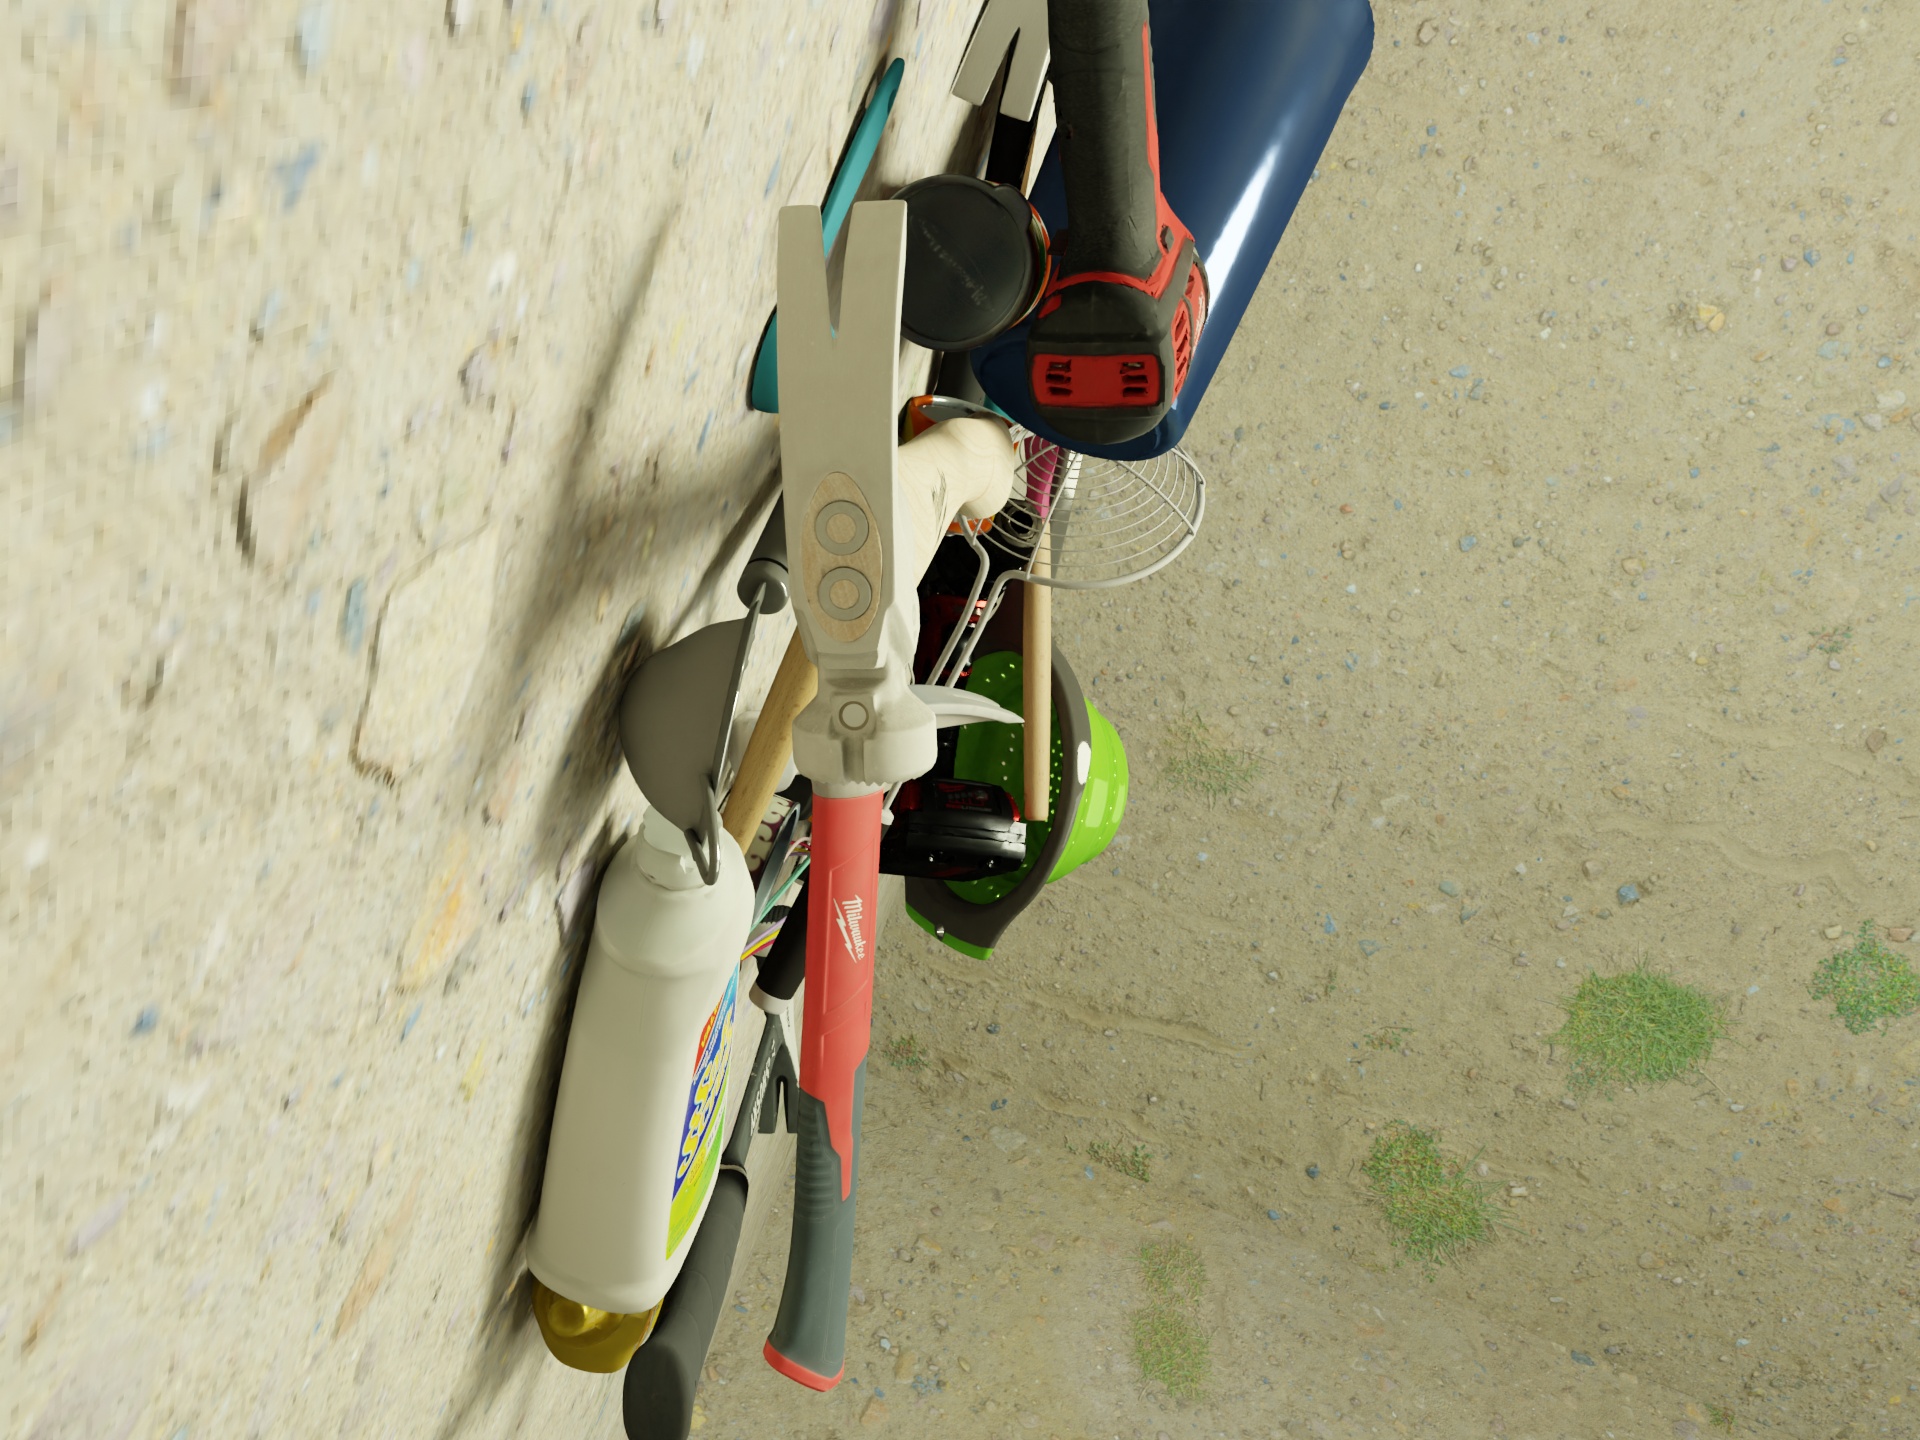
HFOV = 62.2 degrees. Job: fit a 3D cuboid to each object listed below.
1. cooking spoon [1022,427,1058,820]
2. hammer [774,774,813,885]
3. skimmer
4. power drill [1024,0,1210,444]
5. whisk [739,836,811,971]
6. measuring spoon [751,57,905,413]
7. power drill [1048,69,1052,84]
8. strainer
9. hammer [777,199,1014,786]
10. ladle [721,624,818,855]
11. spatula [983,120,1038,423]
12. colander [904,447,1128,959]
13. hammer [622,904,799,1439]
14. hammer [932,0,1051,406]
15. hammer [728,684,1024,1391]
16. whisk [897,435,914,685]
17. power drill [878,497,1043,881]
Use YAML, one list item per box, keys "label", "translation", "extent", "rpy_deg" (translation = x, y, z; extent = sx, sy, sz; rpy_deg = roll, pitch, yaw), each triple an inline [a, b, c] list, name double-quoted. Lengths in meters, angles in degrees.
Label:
- label: "cooking spoon"
  translation: [0.048, -0.097, 0.989]
  extent: [0.069, 0.017, 0.319]
  rpy_deg: [162, -72, -76]
- label: "hammer"
  translation: [-0.089, 0.048, 1.067]
  extent: [0.337, 0.034, 0.127]
  rpy_deg: [96, 16, -81]
- label: "skimmer"
  translation: [-0.001, -0.003, 0.839]
  extent: [0.090, 0.127, 0.363]
  rpy_deg: [13, 108, -60]
- label: "power drill"
  translation: [0.057, -0.225, 0.570]
  extent: [0.143, 0.078, 0.219]
  rpy_deg: [-66, 155, -53]
- label: "whisk"
  translation: [-0.117, 0.122, 0.870]
  extent: [0.051, 0.047, 0.245]
  rpy_deg: [-34, -172, 23]
- label: "measuring spoon"
  translation: [-0.037, -0.161, 0.535]
  extent: [0.042, 0.021, 0.128]
  rpy_deg: [57, 55, -87]
- label: "power drill"
  translation: [0.123, -0.462, 0.931]
  extent: [0.227, 0.084, 0.164]
  rpy_deg: [-59, 171, -53]
- label: "strainer"
  translation: [-0.073, -0.042, 0.561]
  extent: [0.259, 0.050, 0.086]
  rpy_deg: [-75, -175, -50]
- label: "hammer"
  translation: [-0.009, -0.100, 0.589]
  extent: [0.411, 0.038, 0.146]
  rpy_deg: [-67, 157, -76]
- label: "ladle"
  translation: [-0.089, 0.038, 0.666]
  extent: [0.069, 0.031, 0.315]
  rpy_deg: [-78, -169, -50]
- label: "spatula"
  translation: [0.032, -0.267, 0.961]
  extent: [0.317, 0.044, 0.082]
  rpy_deg: [103, 5, -66]
- label: "colander"
  translation: [0.065, -0.037, 1.074]
  extent: [0.205, 0.094, 0.397]
  rpy_deg: [22, -79, 55]
- label: "hammer"
  translation: [-0.122, 0.241, 0.852]
  extent: [0.409, 0.036, 0.149]
  rpy_deg: [-85, 174, -75]
- label: "hammer"
  translation: [0.017, -0.256, 0.820]
  extent: [0.334, 0.035, 0.146]
  rpy_deg: [107, 4, -62]
- label: "hammer"
  translation: [-0.050, 0.170, 0.803]
  extent: [0.038, 0.143, 0.386]
  rpy_deg: [32, -57, 51]
- label: "whisk"
  translation: [-0.045, -0.075, 0.879]
  extent: [0.058, 0.059, 0.246]
  rpy_deg: [-38, 160, -23]
- label: "power drill"
  translation: [-0.001, -0.020, 0.988]
  extent: [0.188, 0.080, 0.227]
  rpy_deg: [154, -58, -67]
